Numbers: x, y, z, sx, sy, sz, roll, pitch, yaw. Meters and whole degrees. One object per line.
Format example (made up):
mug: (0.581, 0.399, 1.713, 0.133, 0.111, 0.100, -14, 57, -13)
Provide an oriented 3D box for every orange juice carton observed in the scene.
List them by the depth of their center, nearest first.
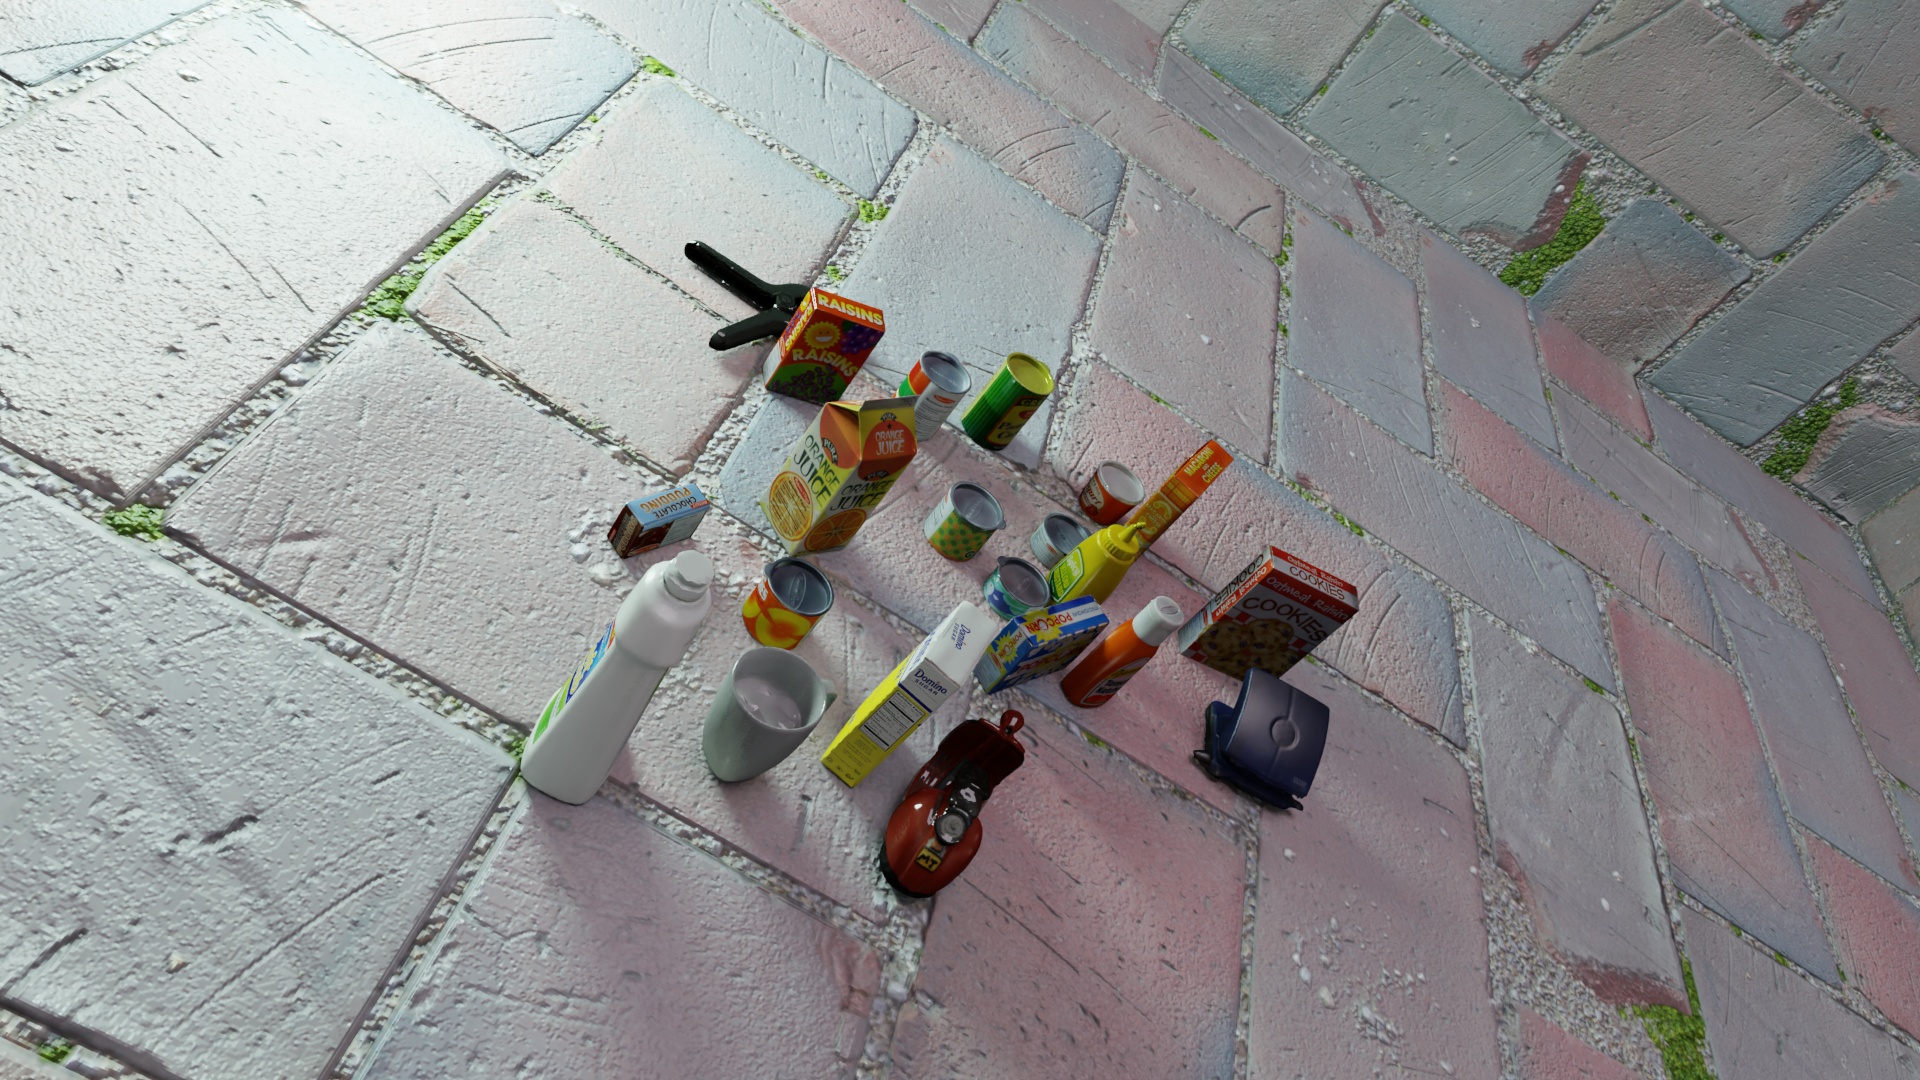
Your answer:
orange juice carton: (-0.110, -0.072, 1.324, 0.072, 0.191, 0.073, -9, 59, -45)

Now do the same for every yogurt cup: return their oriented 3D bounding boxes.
yogurt cup: (0.179, -0.055, 1.663, 0.072, 0.053, 0.073, 23, 40, -21)

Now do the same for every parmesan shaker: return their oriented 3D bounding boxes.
parmesan shaker: (0.057, -0.162, 1.629, 0.071, 0.102, 0.072, 23, 40, -21)

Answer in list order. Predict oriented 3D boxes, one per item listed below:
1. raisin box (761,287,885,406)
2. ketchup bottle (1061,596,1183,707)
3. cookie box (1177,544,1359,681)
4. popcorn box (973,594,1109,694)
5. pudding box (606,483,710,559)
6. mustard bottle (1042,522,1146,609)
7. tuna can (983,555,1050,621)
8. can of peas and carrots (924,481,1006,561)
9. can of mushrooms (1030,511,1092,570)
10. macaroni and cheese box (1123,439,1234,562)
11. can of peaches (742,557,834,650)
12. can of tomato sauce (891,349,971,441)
raisin box: (-0.146, -0.204, 1.484, 0.086, 0.122, 0.040, 16, 43, -29)
ketchup bottle: (0.167, 0.112, 1.406, 0.065, 0.148, 0.044, -2, 54, -42)
cookie box: (0.345, 0.089, 1.565, 0.123, 0.166, 0.040, 25, 40, -19)
popcorn box: (0.081, 0.104, 1.395, 0.127, 0.084, 0.038, -12, 61, -46)
pudding box: (-0.271, -0.018, 1.251, 0.030, 0.049, 0.084, 50, 38, 13)
mustard bottle: (0.143, 0.027, 1.464, 0.049, 0.159, 0.065, 17, 43, -27)
tuna can: (0.058, 0.051, 1.471, 0.071, 0.032, 0.071, 23, 40, -21)
can of peas and carrots: (0.005, -0.019, 1.476, 0.071, 0.058, 0.071, 23, 40, -21)
can of mushrooms: (0.115, 0.003, 1.568, 0.071, 0.033, 0.071, 23, 40, -21)
macaroni and cheese box: (0.229, -0.033, 1.591, 0.040, 0.165, 0.124, 44, 37, 5)
can of peaches: (-0.159, 0.057, 1.262, 0.071, 0.057, 0.071, 23, 40, -21)
can of tomato sauce: (-0.037, -0.164, 1.569, 0.071, 0.082, 0.071, 23, 40, -21)
